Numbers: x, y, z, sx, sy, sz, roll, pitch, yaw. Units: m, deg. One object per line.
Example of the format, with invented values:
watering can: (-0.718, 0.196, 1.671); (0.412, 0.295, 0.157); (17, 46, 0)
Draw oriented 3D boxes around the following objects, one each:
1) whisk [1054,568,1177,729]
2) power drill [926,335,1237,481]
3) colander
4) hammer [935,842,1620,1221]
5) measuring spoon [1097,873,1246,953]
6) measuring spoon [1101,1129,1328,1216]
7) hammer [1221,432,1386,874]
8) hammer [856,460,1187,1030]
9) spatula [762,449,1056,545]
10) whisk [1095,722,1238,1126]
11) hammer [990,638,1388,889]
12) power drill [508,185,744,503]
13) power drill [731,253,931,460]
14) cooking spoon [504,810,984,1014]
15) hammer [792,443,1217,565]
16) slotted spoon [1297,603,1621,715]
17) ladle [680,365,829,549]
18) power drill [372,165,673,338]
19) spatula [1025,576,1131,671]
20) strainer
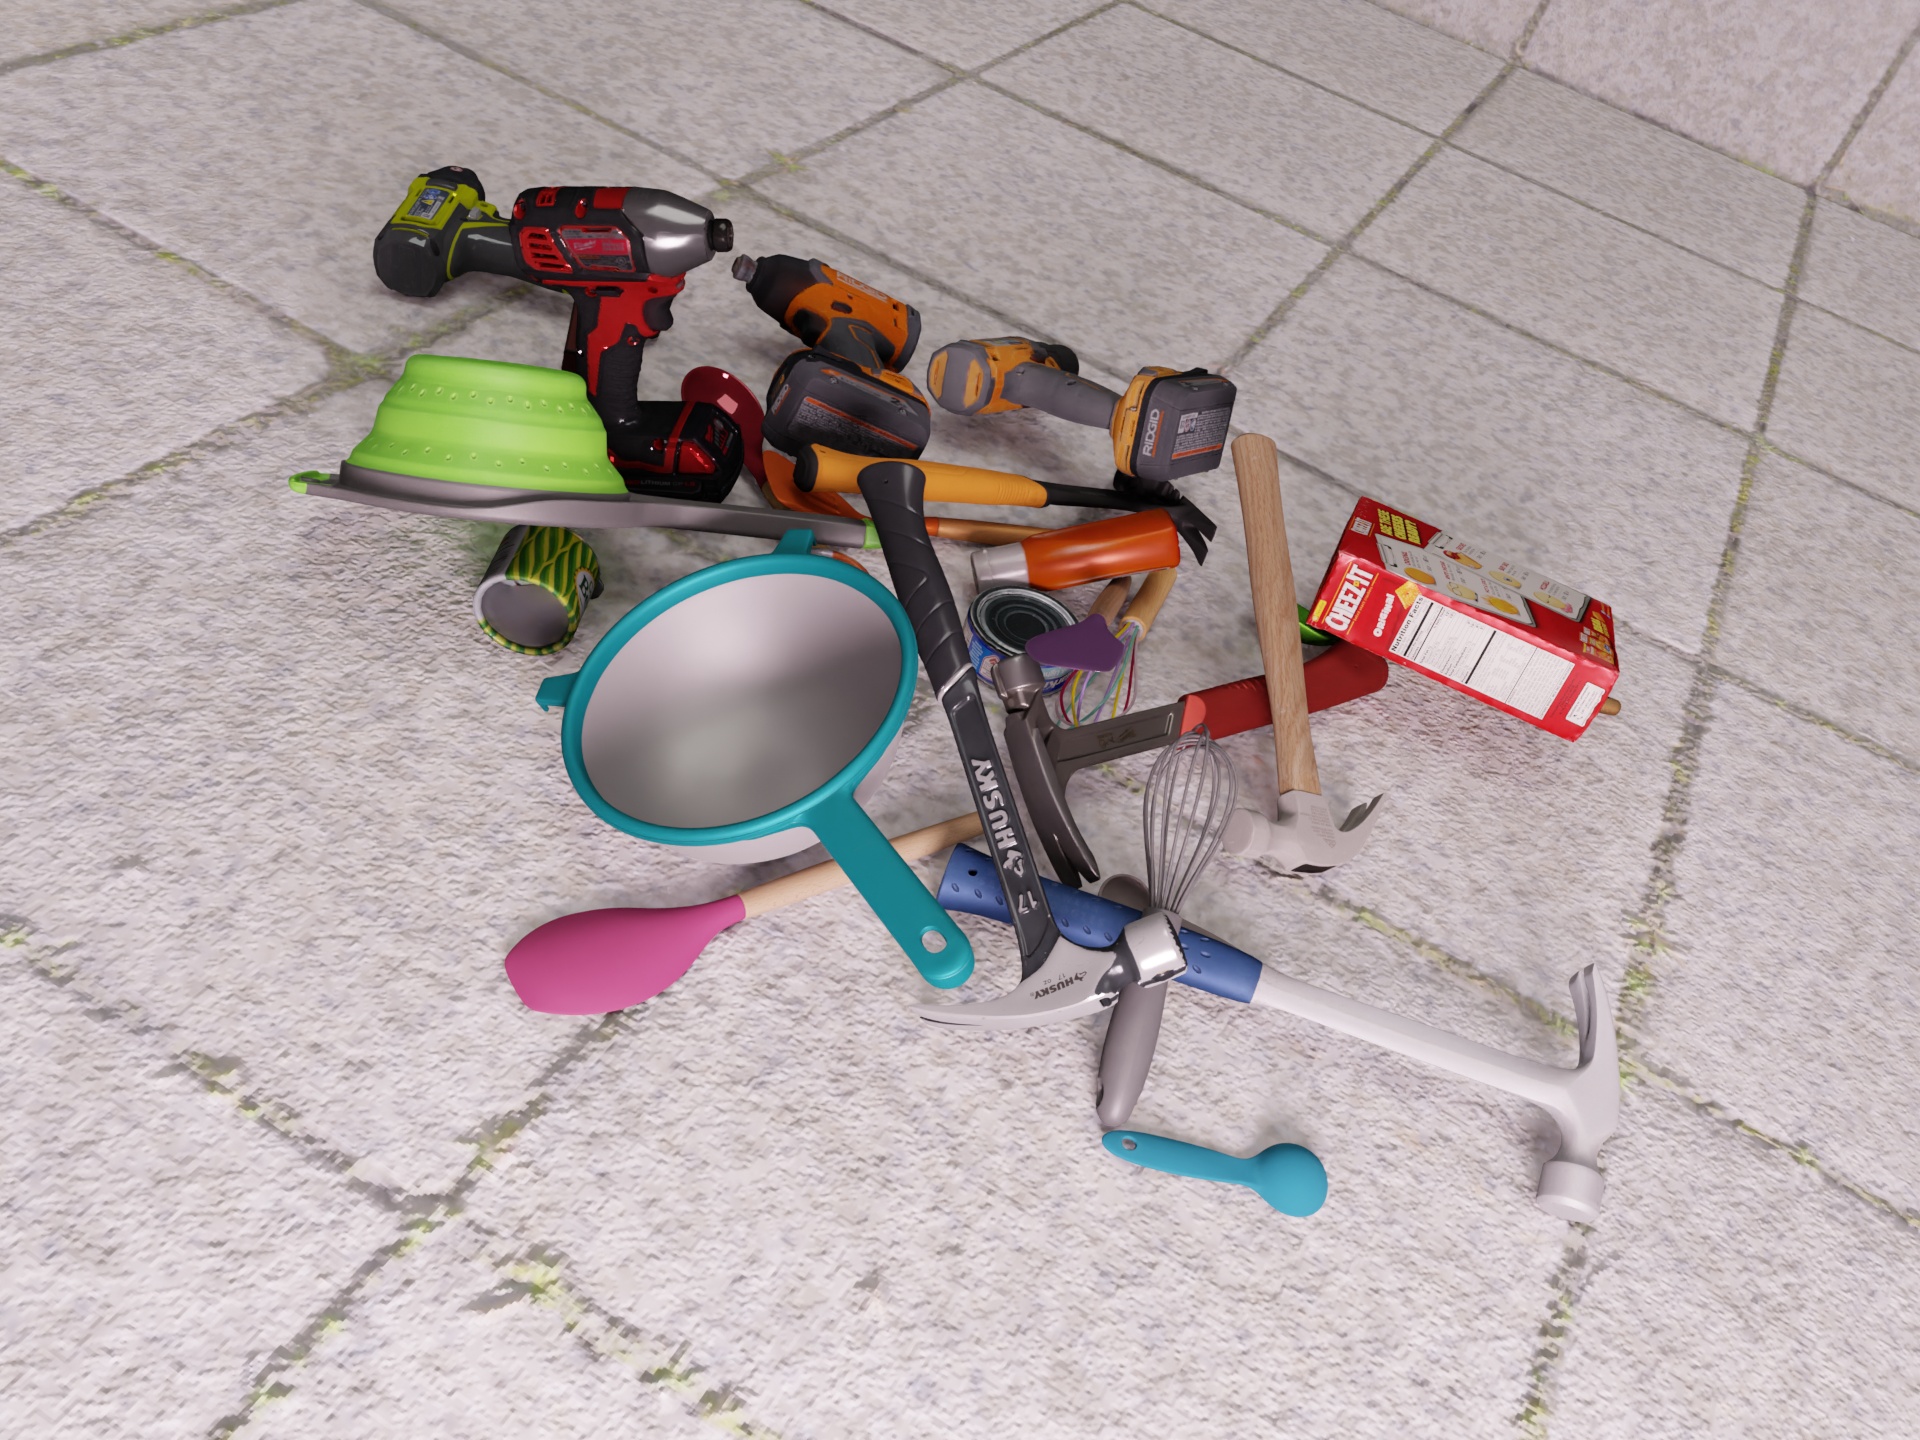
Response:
whisk: (0.119, -0.052, 1.149); (0.047, 0.051, 0.245); (40, 37, -5)
power drill: (0.111, -0.269, 1.316); (0.226, 0.084, 0.185); (22, 24, 27)
colander: (-0.220, -0.176, 1.038); (0.397, 0.094, 0.205); (4, 11, -15)
hammer: (0.184, 0.152, 0.927); (0.405, 0.035, 0.144); (19, 64, 5)
measuring spoon: (0.137, 0.135, 0.969); (0.124, 0.018, 0.034); (30, 60, 3)
measuring spoon: (0.139, 0.234, 0.852); (0.128, 0.021, 0.042); (14, 41, -8)
hammer: (0.223, -0.053, 1.100); (0.130, 0.031, 0.332); (13, 61, -31)
hammer: (-0.002, -0.003, 0.953); (0.149, 0.036, 0.409); (-23, 56, 7)
spatula: (0.007, -0.152, 1.209); (0.322, 0.041, 0.081); (4, 35, -18)
whisk: (0.112, 0.111, 0.899); (0.055, 0.055, 0.239); (18, 70, -2)
hammer: (0.178, 0.004, 1.087); (0.359, 0.036, 0.149); (-13, 79, -39)
power drill: (-0.215, -0.257, 1.088); (0.143, 0.219, 0.079); (2, 41, 7)
power drill: (-0.107, -0.291, 1.267); (0.164, 0.084, 0.227); (21, 36, -23)
cooking spoon: (-0.104, 0.098, 0.911); (0.319, 0.017, 0.069); (-17, 51, -33)
hammer: (0.034, -0.171, 1.203); (0.336, 0.034, 0.127); (1, 33, -30)
slotted spoon: (0.374, -0.048, 1.245); (0.313, 0.031, 0.070); (15, 22, -8)
ladle: (-0.128, -0.158, 1.176); (0.069, 0.031, 0.316); (-8, 49, -37)
power drill: (-0.349, -0.398, 1.318); (0.223, 0.080, 0.171); (10, 42, -5)
spatula: (0.093, -0.071, 1.079); (0.060, 0.018, 0.316); (9, 16, 10)
strainer: (-0.083, 0.045, 0.891); (0.211, 0.095, 0.341); (-33, 51, -12)
